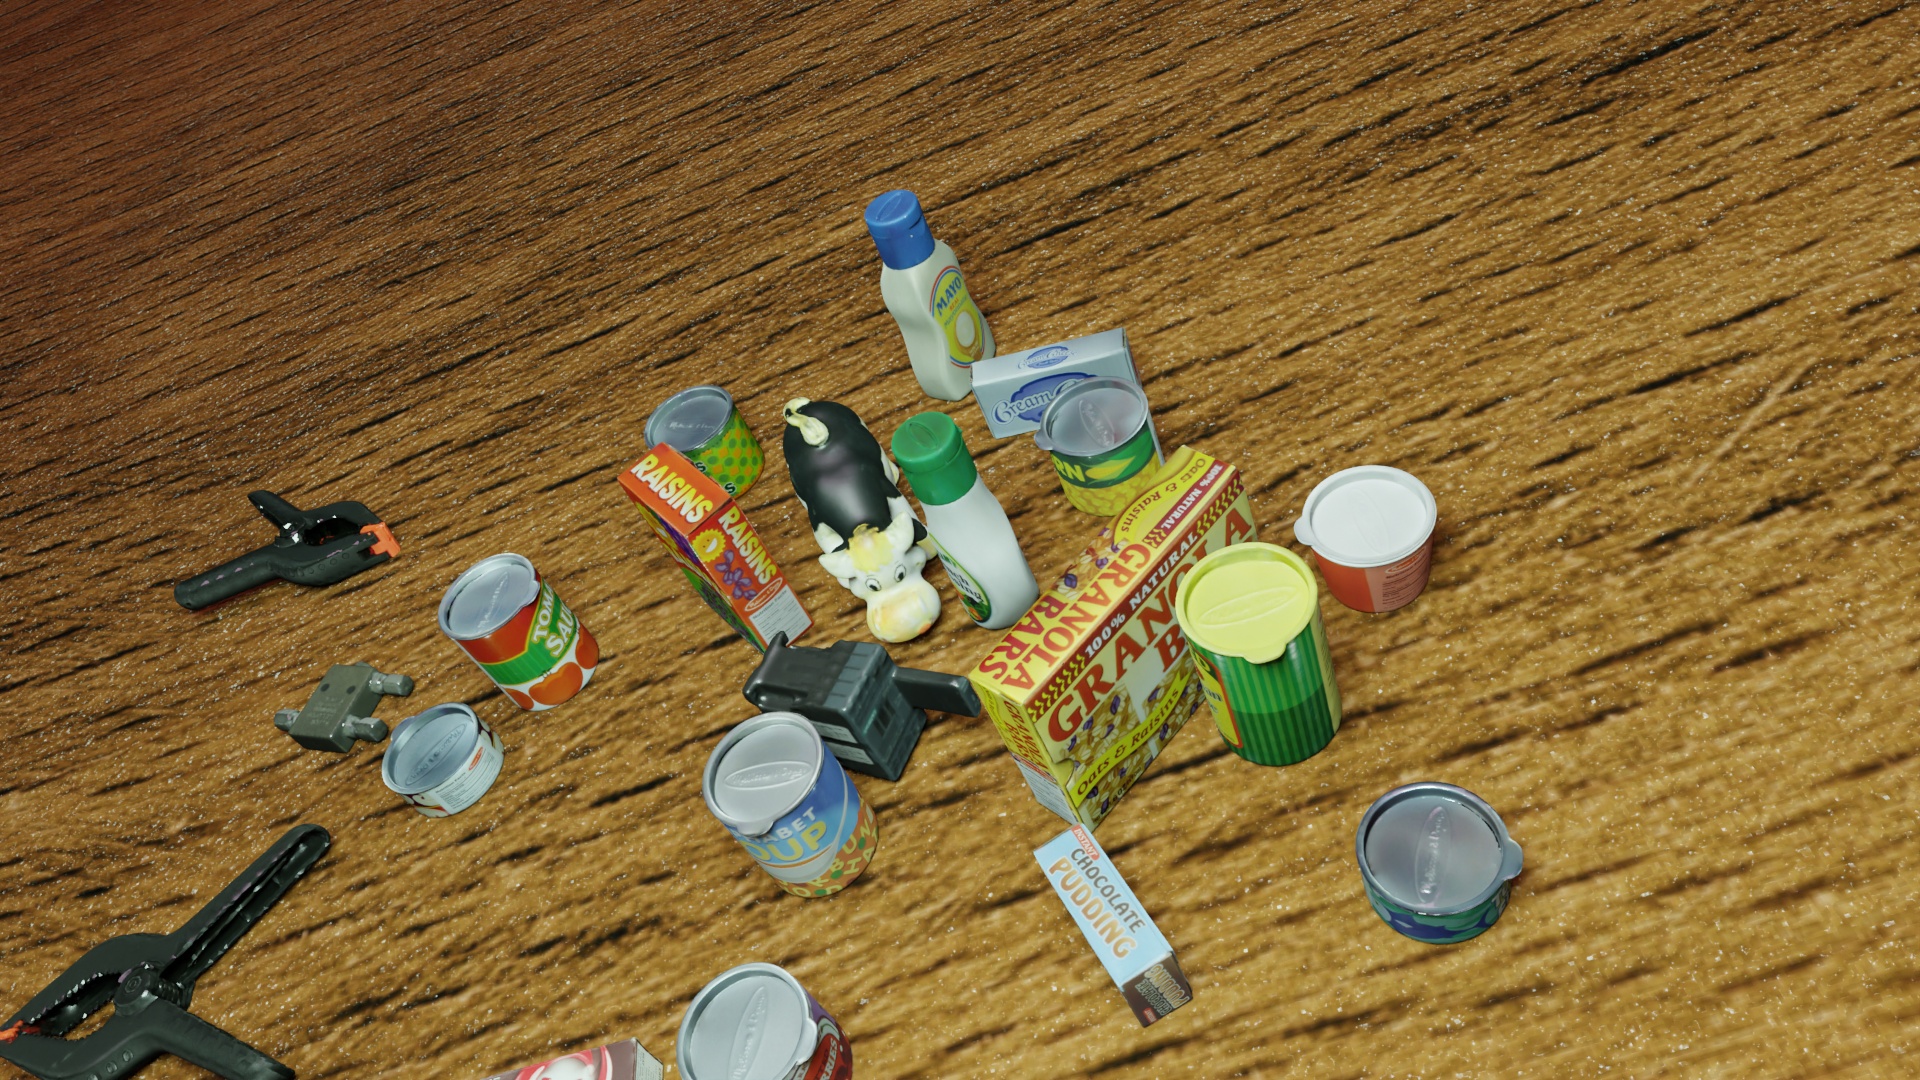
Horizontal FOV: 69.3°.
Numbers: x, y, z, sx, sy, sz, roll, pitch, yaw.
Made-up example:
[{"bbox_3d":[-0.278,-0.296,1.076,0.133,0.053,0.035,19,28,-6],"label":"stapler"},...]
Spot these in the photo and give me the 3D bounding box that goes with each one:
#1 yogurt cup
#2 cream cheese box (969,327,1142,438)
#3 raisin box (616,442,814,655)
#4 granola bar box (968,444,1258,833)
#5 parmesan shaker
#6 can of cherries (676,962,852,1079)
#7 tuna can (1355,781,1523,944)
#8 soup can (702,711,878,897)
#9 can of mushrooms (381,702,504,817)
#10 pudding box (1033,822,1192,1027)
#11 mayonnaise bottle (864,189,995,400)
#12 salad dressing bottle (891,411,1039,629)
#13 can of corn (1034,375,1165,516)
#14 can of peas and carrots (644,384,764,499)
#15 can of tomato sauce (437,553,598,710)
[{"bbox_3d":[0.220,0.002,0.741,0.072,0.053,0.073,-12,47,13],"label":"yogurt cup"},{"bbox_3d":[0.063,-0.101,0.902,0.104,0.053,0.024,-12,47,14],"label":"cream cheese box"},{"bbox_3d":[-0.148,0.007,0.847,0.040,0.123,0.086,-42,47,-15],"label":"raisin box"},{"bbox_3d":[0.089,0.051,0.704,0.039,0.123,0.166,28,65,39],"label":"granola bar box"},{"bbox_3d":[0.149,0.060,0.685,0.071,0.102,0.072,-12,47,13],"label":"parmesan shaker"},{"bbox_3d":[-0.089,0.243,0.655,0.071,0.058,0.072,-12,47,13],"label":"can of cherries"},{"bbox_3d":[0.217,0.146,0.628,0.071,0.032,0.071,-12,47,13],"label":"tuna can"},{"bbox_3d":[-0.088,0.142,0.727,0.071,0.083,0.072,-12,47,13],"label":"soup can"},{"bbox_3d":[-0.324,0.136,0.870,0.071,0.033,0.071,-12,47,13],"label":"can of mushrooms"},{"bbox_3d":[0.071,0.178,0.650,0.030,0.049,0.084,-32,45,-6],"label":"pudding box"},{"bbox_3d":[-0.022,-0.164,0.928,0.041,0.147,0.065,13,57,32],"label":"mayonnaise bottle"},{"bbox_3d":[0.003,-0.010,0.780,0.044,0.147,0.064,-36,46,-9],"label":"salad dressing bottle"},{"bbox_3d":[0.086,-0.056,0.848,0.071,0.058,0.071,-12,47,13],"label":"can of corn"},{"bbox_3d":[-0.178,-0.063,0.968,0.071,0.058,0.071,-12,47,13],"label":"can of peas and carrots"},{"bbox_3d":[-0.278,0.059,0.884,0.071,0.082,0.071,-12,47,13],"label":"can of tomato sauce"}]
